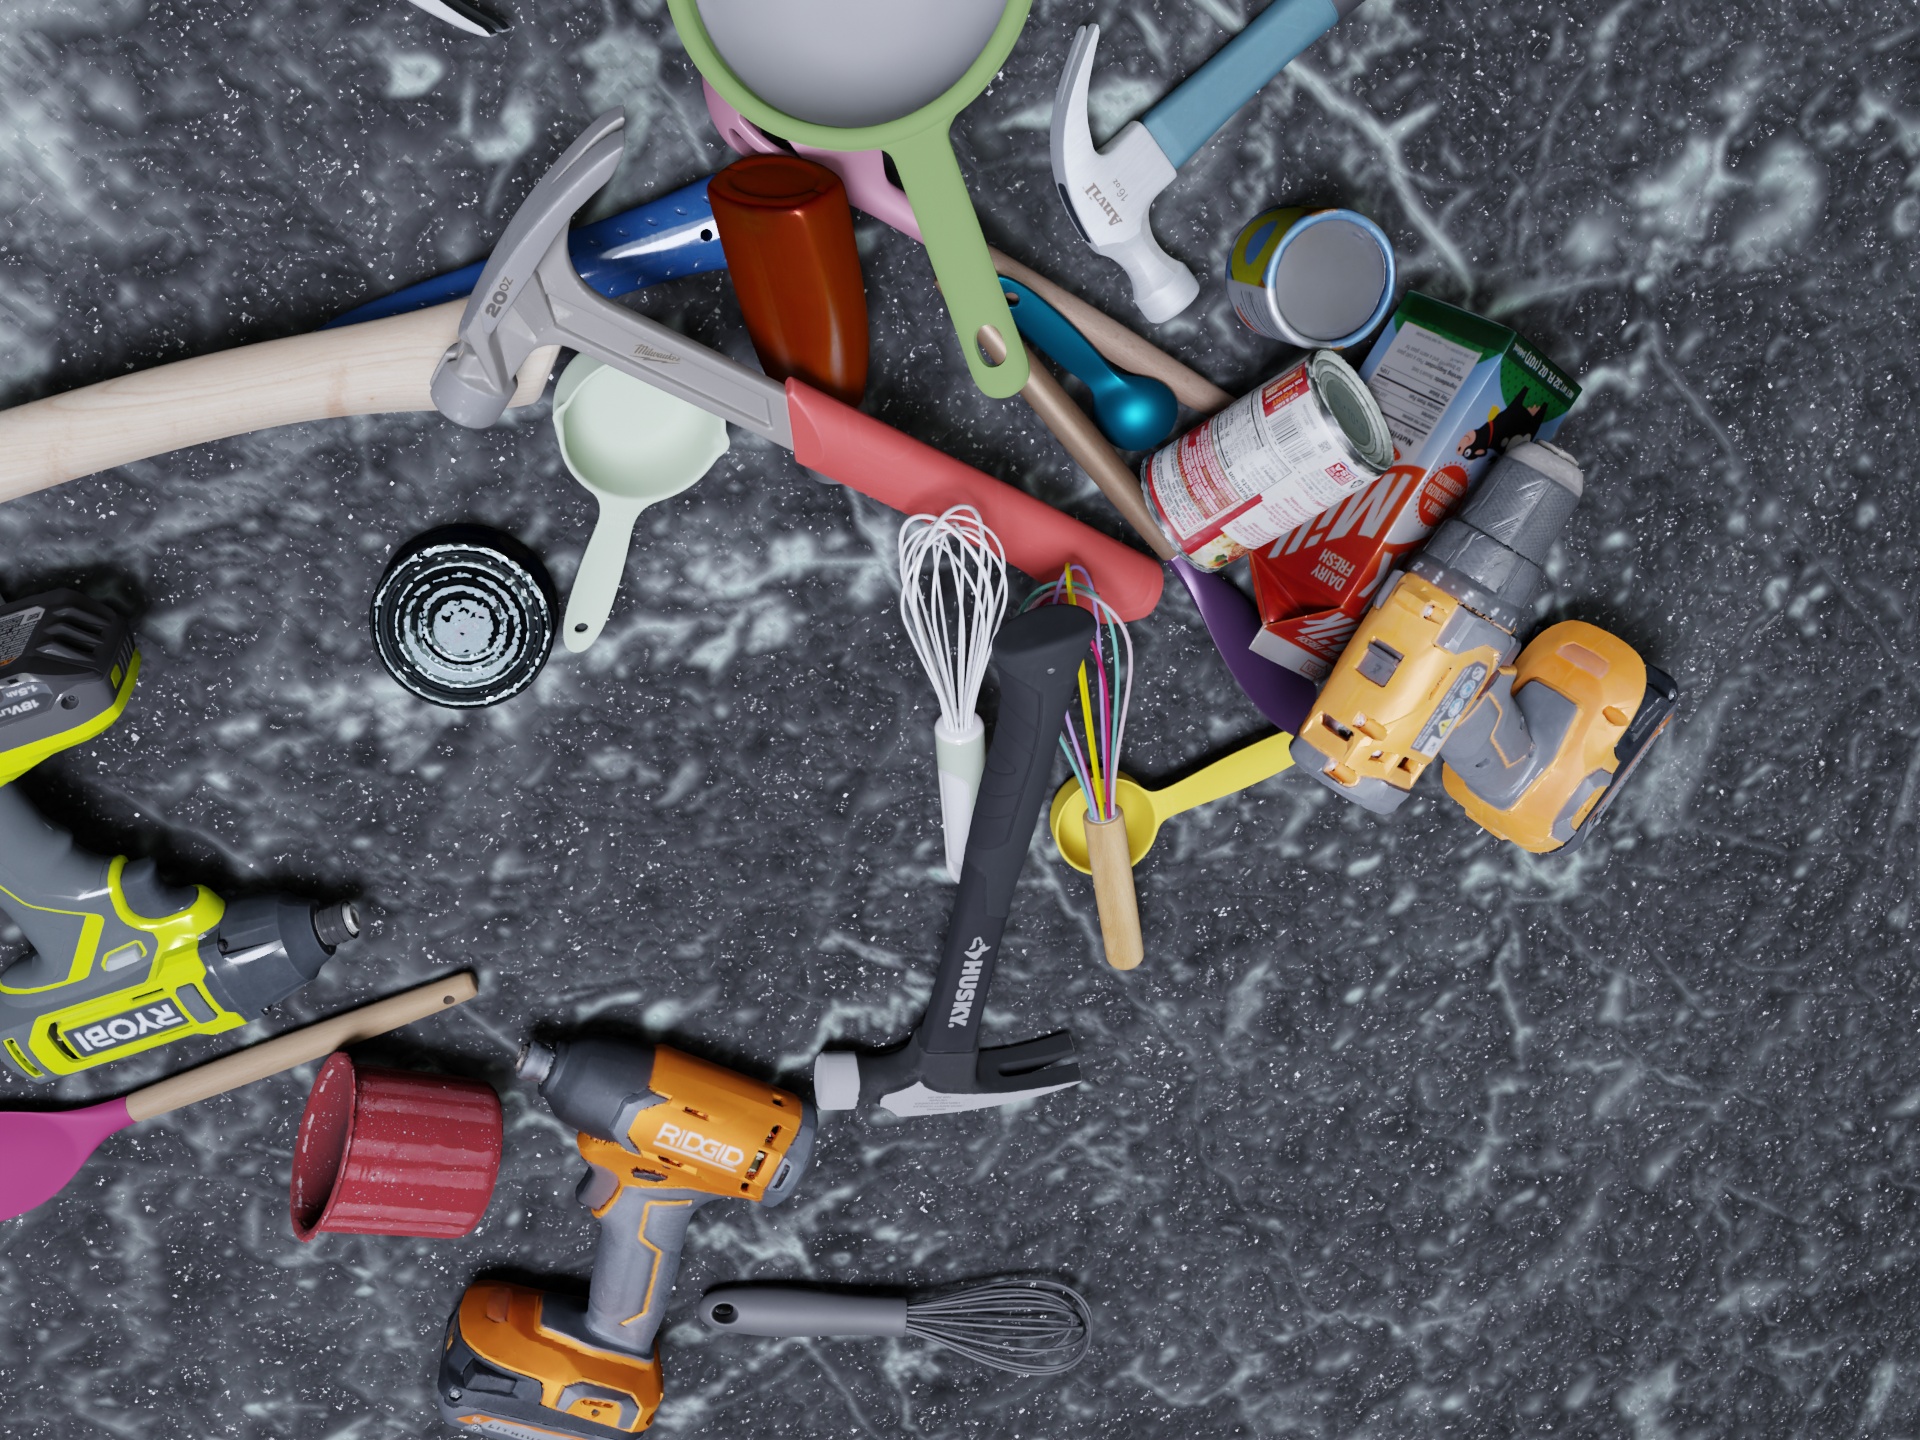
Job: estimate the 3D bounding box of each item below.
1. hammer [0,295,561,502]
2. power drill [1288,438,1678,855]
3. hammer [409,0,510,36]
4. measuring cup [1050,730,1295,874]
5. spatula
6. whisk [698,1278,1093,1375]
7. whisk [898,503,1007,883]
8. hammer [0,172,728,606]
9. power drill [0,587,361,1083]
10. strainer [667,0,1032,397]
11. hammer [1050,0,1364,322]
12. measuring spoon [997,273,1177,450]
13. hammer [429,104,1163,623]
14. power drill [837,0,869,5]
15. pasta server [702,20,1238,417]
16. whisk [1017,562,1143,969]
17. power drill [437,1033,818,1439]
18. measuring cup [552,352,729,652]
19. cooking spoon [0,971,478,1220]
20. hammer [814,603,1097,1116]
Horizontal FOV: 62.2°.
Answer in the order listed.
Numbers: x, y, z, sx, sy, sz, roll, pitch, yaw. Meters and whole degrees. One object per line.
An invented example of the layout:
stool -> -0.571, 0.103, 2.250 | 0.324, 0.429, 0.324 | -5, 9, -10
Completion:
hammer -> -0.373, -0.129, 0.666 | 0.410, 0.038, 0.146 | -16, 111, -6
power drill -> 0.277, -0.028, 0.797 | 0.226, 0.084, 0.185 | 18, 107, -45
hammer -> -0.105, -0.430, 0.590 | 0.409, 0.036, 0.149 | -33, 113, 19
measuring cup -> 0.121, 0.034, 0.867 | 0.156, 0.029, 0.062 | -23, 113, -5
spatula -> 0.091, -0.101, 0.790 | 0.018, 0.060, 0.315 | -22, 123, 39
whisk -> -0.036, 0.357, 0.944 | 0.239, 0.055, 0.055 | 7, 108, -9
whisk -> -0.001, -0.002, 0.782 | 0.059, 0.058, 0.246 | -48, 148, -36
hammer -> -0.294, -0.164, 0.707 | 0.405, 0.035, 0.144 | -20, 112, -3
power drill -> -0.398, 0.059, 0.732 | 0.171, 0.080, 0.223 | -18, 127, -3
strainer -> -0.020, -0.257, 0.645 | 0.151, 0.069, 0.256 | -17, 103, 16
hammer -> 0.178, -0.343, 0.736 | 0.331, 0.033, 0.128 | -41, 113, 5
measuring spoon -> 0.057, -0.167, 0.760 | 0.042, 0.021, 0.128 | -28, 133, 35
hammer -> -0.039, -0.126, 0.712 | 0.358, 0.037, 0.149 | 21, 132, -34
power drill -> 0.007, -0.417, 0.652 | 0.190, 0.080, 0.228 | -14, 115, 4
pasta server -> 0.018, -0.218, 0.745 | 0.316, 0.060, 0.040 | 25, 65, -25
whisk -> 0.068, 0.032, 0.806 | 0.051, 0.047, 0.244 | -23, 123, -18
power drill -> -0.199, 0.278, 0.866 | 0.164, 0.084, 0.226 | 26, 99, -18
measuring cup -> -0.166, -0.108, 0.757 | 0.083, 0.038, 0.167 | 5, 128, -30
cooking spoon -> -0.404, 0.192, 0.825 | 0.319, 0.017, 0.068 | -20, 117, -3
hammer -> 0.019, 0.084, 0.806 | 0.146, 0.035, 0.334 | 2, 128, -14
